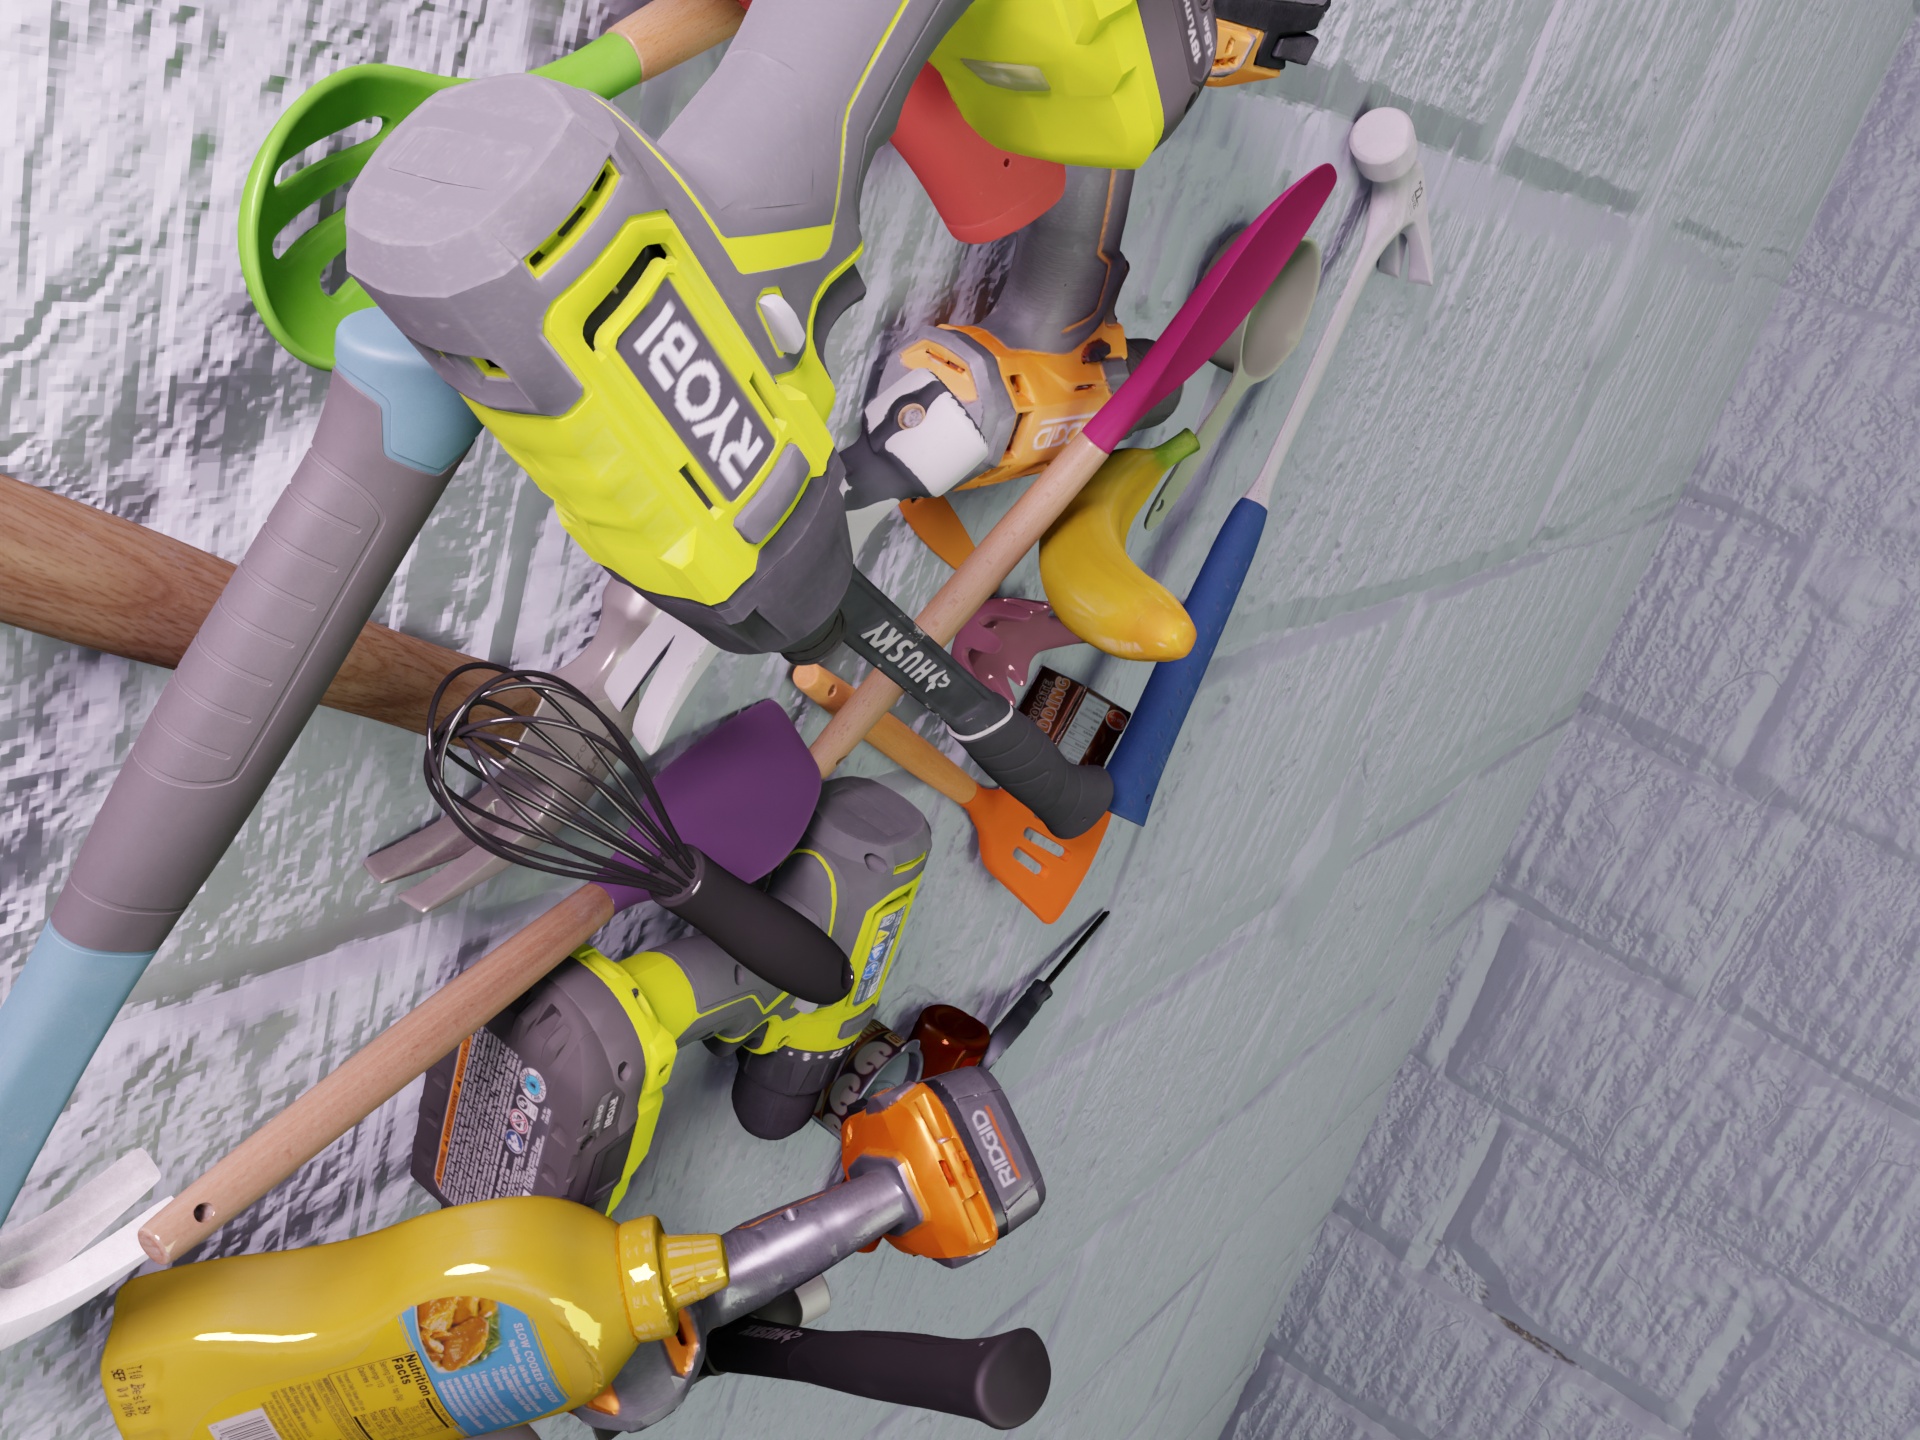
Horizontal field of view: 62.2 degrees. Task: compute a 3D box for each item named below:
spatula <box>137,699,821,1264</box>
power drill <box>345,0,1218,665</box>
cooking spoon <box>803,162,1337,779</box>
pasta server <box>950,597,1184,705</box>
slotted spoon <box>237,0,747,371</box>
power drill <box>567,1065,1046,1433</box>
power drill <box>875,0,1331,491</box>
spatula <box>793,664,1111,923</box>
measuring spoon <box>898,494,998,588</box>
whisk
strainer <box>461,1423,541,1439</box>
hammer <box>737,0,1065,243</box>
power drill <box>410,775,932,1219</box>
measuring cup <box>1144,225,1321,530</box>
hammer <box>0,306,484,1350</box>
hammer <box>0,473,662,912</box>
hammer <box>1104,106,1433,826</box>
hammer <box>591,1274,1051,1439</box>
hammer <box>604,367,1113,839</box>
[{"bbox_3d":[-0.141,0.077,0.550,0.059,0.018,0.316,60,39,-9],"label":"spatula"},{"bbox_3d":[-0.026,-0.132,0.397,0.223,0.080,0.171,-58,147,-17],"label":"power drill"},{"bbox_3d":[0.037,-0.092,0.637,0.319,0.017,0.068,-49,169,17],"label":"cooking spoon"},{"bbox_3d":[0.081,-0.047,0.864,0.316,0.040,0.060,-11,126,-58],"label":"pasta server"},{"bbox_3d":[-0.078,-0.197,0.453,0.314,0.031,0.070,-46,148,-30],"label":"slotted spoon"},{"bbox_3d":[-0.090,0.245,0.734,0.226,0.084,0.164,-21,171,-27],"label":"power drill"},{"bbox_3d":[0.065,-0.203,0.637,0.185,0.084,0.226,-20,138,-51],"label":"power drill"},{"bbox_3d":[0.001,0.032,0.801,0.081,0.041,0.322,-62,153,-6],"label":"spatula"},{"bbox_3d":[-0.003,-0.081,0.712,0.021,0.011,0.116,-57,153,-6],"label":"measuring spoon"},{"bbox_3d":[-0.096,0.050,0.537,0.055,0.055,0.238,-55,144,-10],"label":"whisk"},{"bbox_3d":[-0.198,0.282,0.592,0.151,0.069,0.256,-9,158,-44],"label":"strainer"},{"bbox_3d":[-0.064,-0.223,0.399,0.358,0.037,0.149,17,95,-59],"label":"hammer"},{"bbox_3d":[-0.112,0.138,0.674,0.228,0.080,0.190,-23,139,-53],"label":"power drill"},{"bbox_3d":[0.126,-0.177,0.816,0.167,0.038,0.083,-60,153,3],"label":"measuring cup"},{"bbox_3d":[-0.208,0.042,0.396,0.331,0.033,0.128,-55,150,11],"label":"hammer"},{"bbox_3d":[-0.194,-0.024,0.418,0.130,0.031,0.331,-61,153,1],"label":"hammer"},{"bbox_3d":[0.174,-0.130,0.906,0.405,0.035,0.144,-65,154,-2],"label":"hammer"},{"bbox_3d":[-0.064,0.296,0.731,0.146,0.035,0.335,-18,174,-34],"label":"hammer"},{"bbox_3d":[-0.001,-0.002,0.669,0.149,0.036,0.408,-40,157,4],"label":"hammer"}]
